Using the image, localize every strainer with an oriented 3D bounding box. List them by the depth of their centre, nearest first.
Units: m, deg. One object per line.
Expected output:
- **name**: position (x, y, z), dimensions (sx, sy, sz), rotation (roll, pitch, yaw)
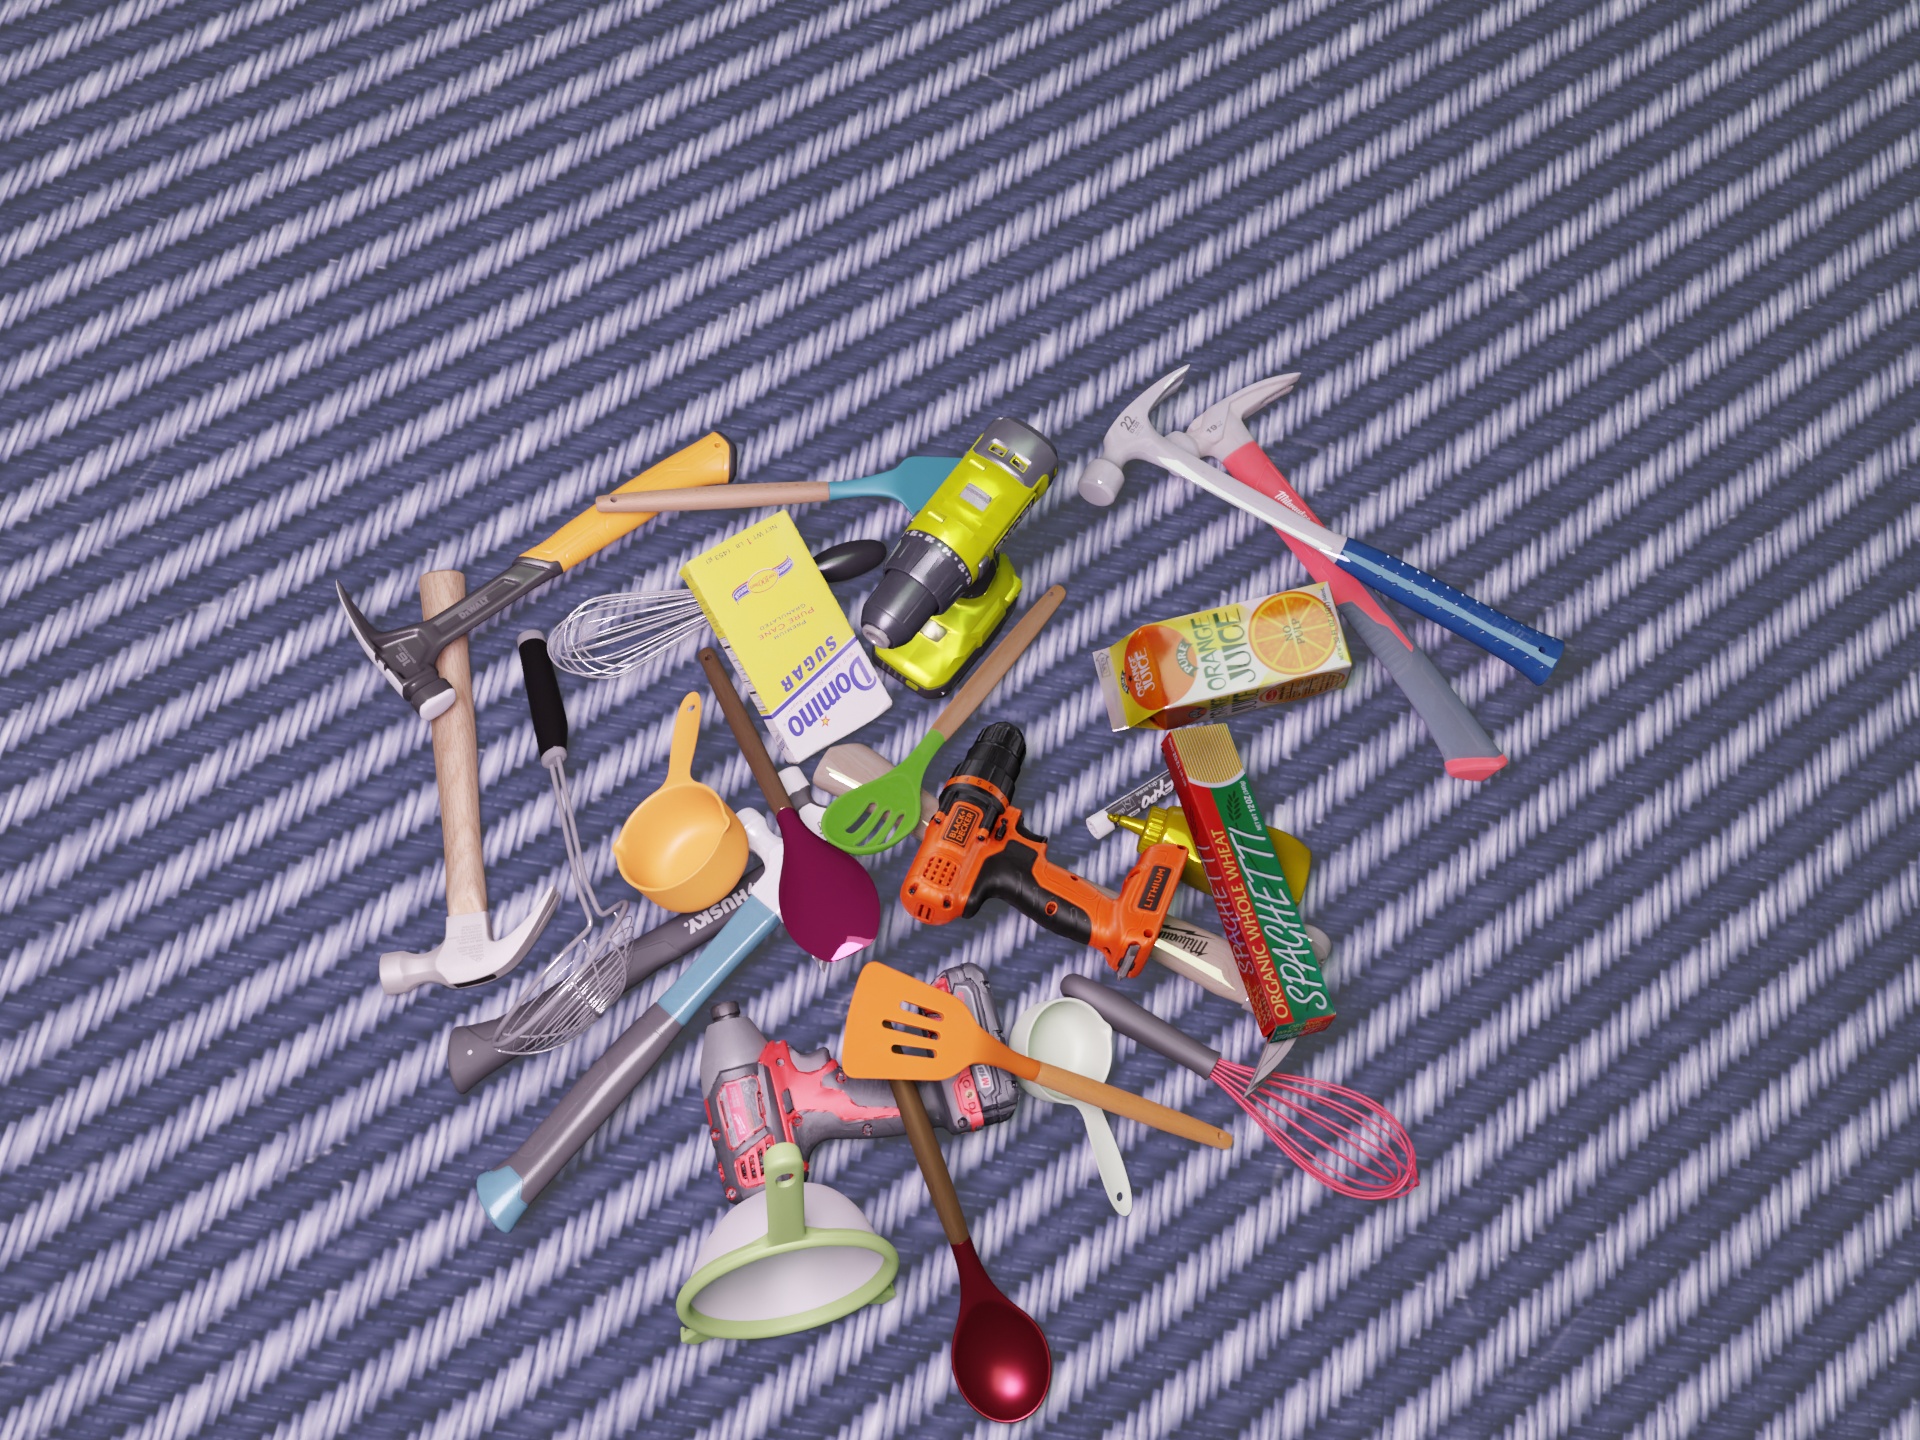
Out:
- **strainer**: position (-0.119, 0.324, 1.046), dimensions (0.151, 0.256, 0.069), rotation (-8, 49, -12)

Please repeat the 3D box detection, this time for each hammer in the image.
- **hammer**: position (-0.216, 0.218, 1.126), dimensions (0.128, 0.033, 0.331), rotation (35, 74, 25)
- **hammer**: position (-0.226, 0.176, 1.184), dimensions (0.335, 0.035, 0.146), rotation (-30, 76, -14)
- **hammer**: position (0.069, 0.132, 1.199), dimensions (0.411, 0.038, 0.146), rotation (26, 52, 9)
- **hammer**: position (-0.383, 0.038, 1.219), dimensions (0.130, 0.031, 0.331), rotation (-8, 72, -7)
- **hammer**: position (-0.320, -0.140, 1.263), dimensions (0.337, 0.034, 0.127), rotation (-37, 78, -23)
- **hammer**: position (0.304, -0.150, 1.299), dimensions (0.405, 0.035, 0.144), rotation (29, 69, 4)
- **hammer**: position (0.335, -0.119, 1.331), dimensions (0.143, 0.038, 0.386), rotation (-32, 77, -16)

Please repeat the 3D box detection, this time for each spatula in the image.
- **spatula**: position (0.065, 0.254, 1.119), dimensions (0.322, 0.041, 0.081), rotation (26, 60, -27)
- **spatula**: position (-0.134, -0.179, 1.294), dimensions (0.317, 0.044, 0.082), rotation (-4, 72, -11)

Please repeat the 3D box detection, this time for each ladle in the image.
- **ladle**: position (-0.010, 0.336, 1.100), dimensions (0.069, 0.031, 0.315), rotation (-20, 96, -5)

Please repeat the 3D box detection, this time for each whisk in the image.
- **whisk**: position (0.205, 0.266, 1.179), dimensions (0.296, 0.073, 0.073), rotation (28, 71, 11)
- **whisk**: position (-0.191, -0.097, 1.271), dimensions (0.284, 0.070, 0.070), rotation (-20, 74, -17)

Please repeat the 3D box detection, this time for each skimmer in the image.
- **skimmer**: position (-0.306, 0.069, 1.143), dimensions (0.127, 0.090, 0.364), rotation (-39, 53, 26)

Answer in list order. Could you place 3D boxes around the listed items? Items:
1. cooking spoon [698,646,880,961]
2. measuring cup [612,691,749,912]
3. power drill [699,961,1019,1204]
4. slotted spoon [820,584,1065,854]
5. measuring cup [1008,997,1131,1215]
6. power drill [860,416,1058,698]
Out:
- **cooking spoon**: position (-0.139, 0.051, 1.177), dimensions (0.069, 0.017, 0.319), rotation (-26, 51, -7)
- **measuring cup**: position (-0.195, 0.060, 1.164), dimensions (0.095, 0.052, 0.174), rotation (-13, 50, 18)
- **power drill**: position (-0.078, 0.253, 1.152), dimensions (0.219, 0.078, 0.143), rotation (-14, 73, -6)
- **slotted spoon**: position (-0.002, -0.004, 1.238), dimensions (0.070, 0.031, 0.314), rotation (21, 54, 28)
- **measuring cup**: position (0.086, 0.286, 1.175), dimensions (0.083, 0.038, 0.167), rotation (-21, 92, -33)
- **power drill**: position (-0.011, -0.102, 1.194), dimensions (0.080, 0.228, 0.190), rotation (35, 72, 7)
